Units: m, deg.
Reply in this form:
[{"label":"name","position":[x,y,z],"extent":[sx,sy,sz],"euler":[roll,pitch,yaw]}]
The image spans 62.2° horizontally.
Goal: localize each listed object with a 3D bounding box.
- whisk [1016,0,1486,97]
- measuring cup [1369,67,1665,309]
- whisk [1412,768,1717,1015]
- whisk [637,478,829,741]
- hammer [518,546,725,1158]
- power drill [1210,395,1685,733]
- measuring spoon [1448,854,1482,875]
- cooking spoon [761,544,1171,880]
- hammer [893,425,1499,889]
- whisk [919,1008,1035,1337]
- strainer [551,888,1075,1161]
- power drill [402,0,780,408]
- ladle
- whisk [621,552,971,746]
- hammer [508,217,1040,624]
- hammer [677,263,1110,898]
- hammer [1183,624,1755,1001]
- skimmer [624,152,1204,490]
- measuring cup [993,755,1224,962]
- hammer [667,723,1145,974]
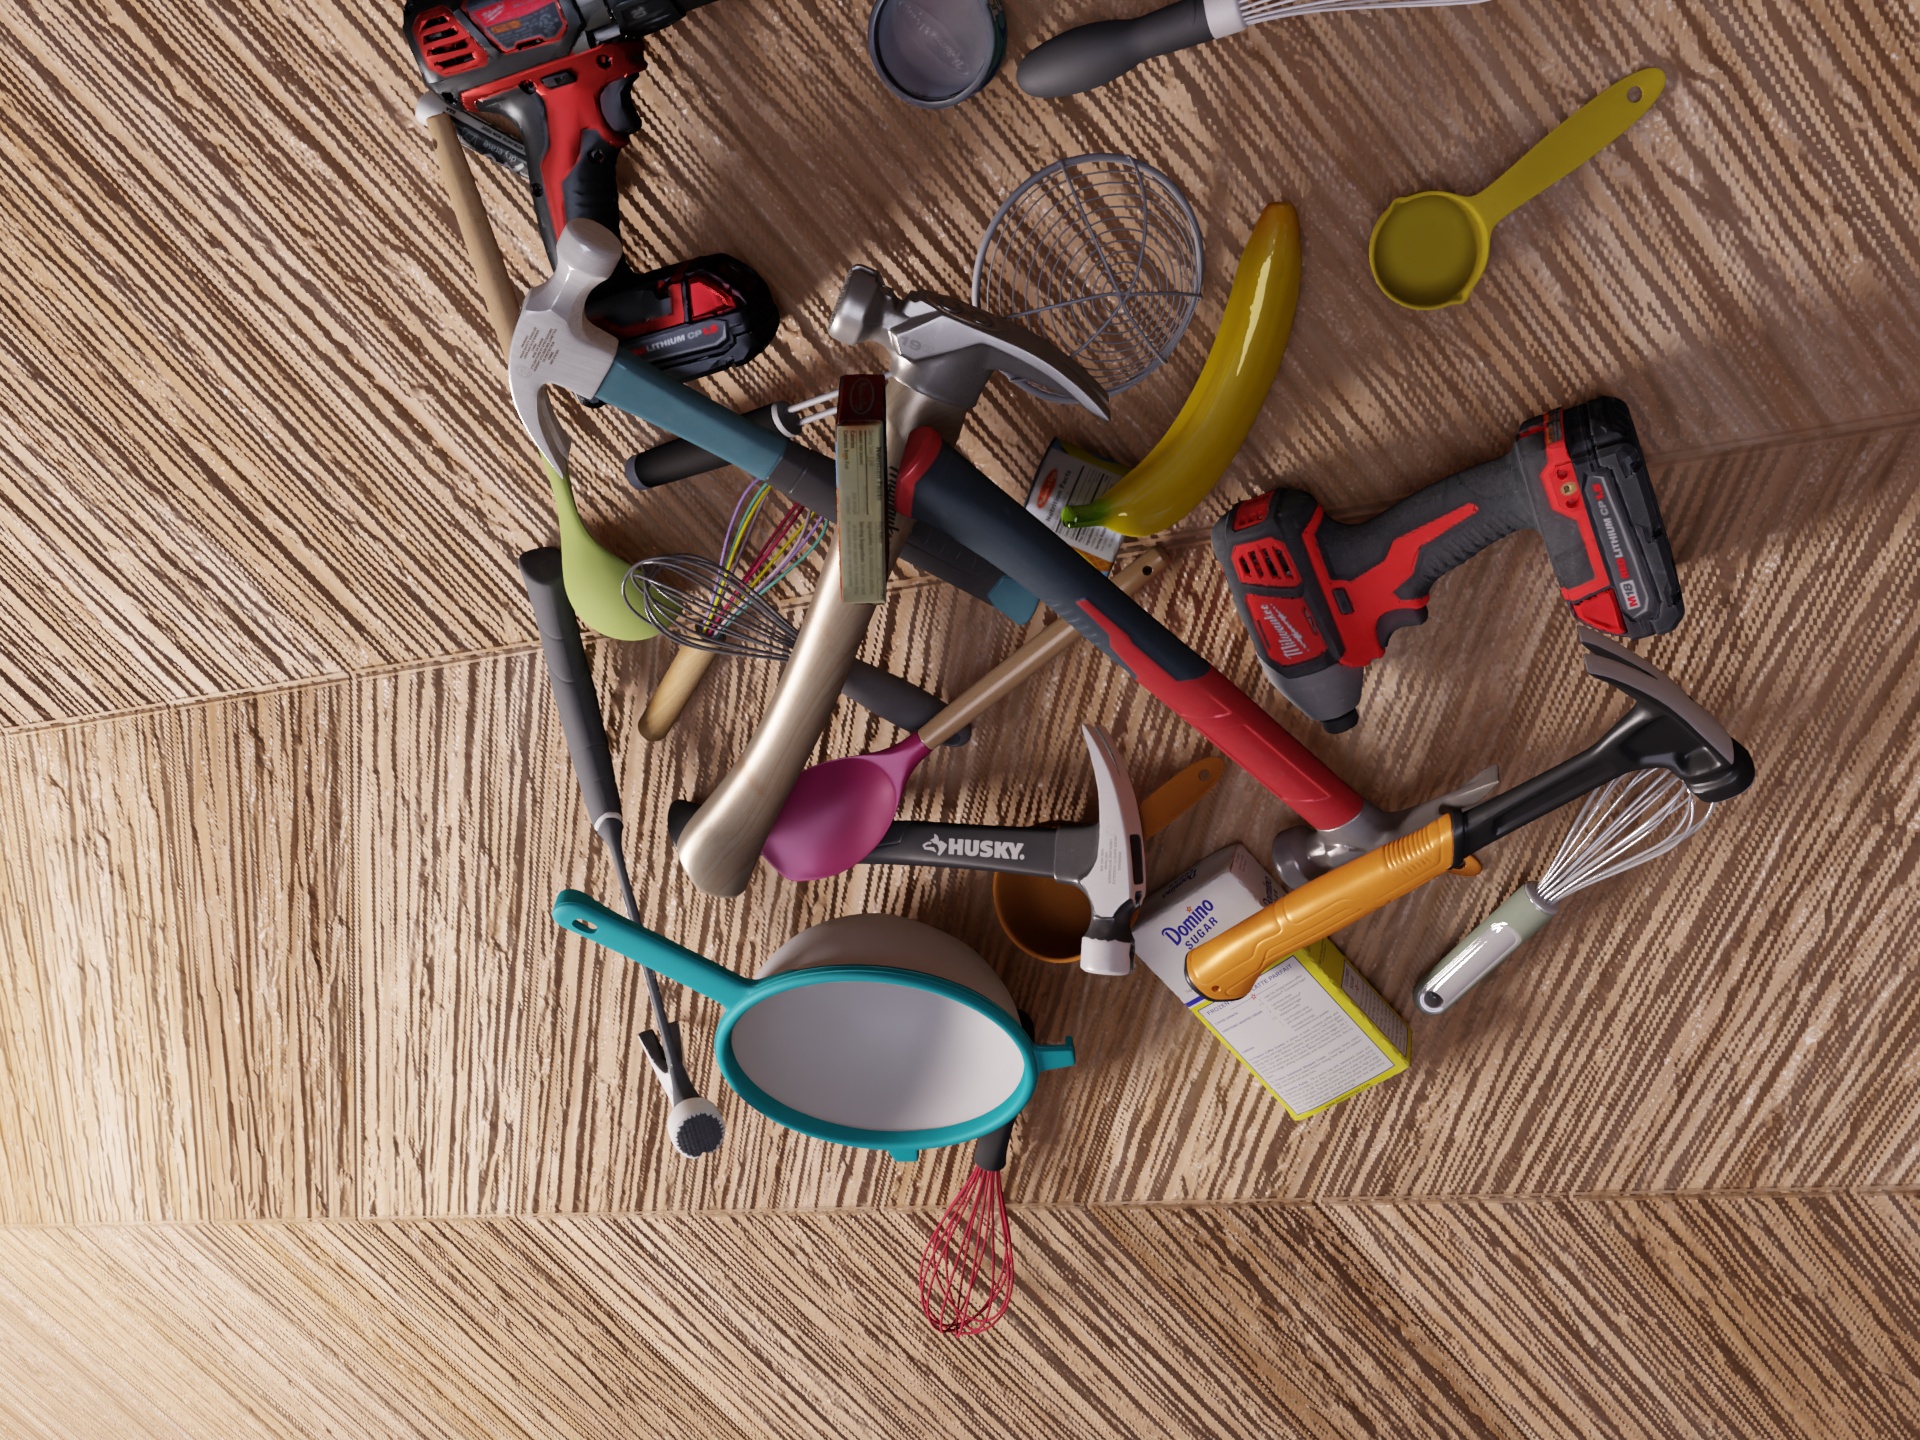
[{"label":"whisk","position":[0.155,-0.345,0.745],"extent":[0.284,0.070,0.070],"euler":[-8,115,26]},{"label":"measuring cup","position":[0.270,-0.263,0.777],"extent":[0.156,0.029,0.062],"euler":[-36,103,17]},{"label":"whisk","position":[0.346,0.099,0.932],"extent":[0.058,0.059,0.246],"euler":[40,126,7]},{"label":"whisk","position":[-0.143,-0.069,0.989],"extent":[0.051,0.047,0.245],"euler":[36,126,-2]},{"label":"hammer","position":[-0.231,0.084,1.067],"extent":[0.036,0.149,0.408],"euler":[-16,107,-16]},{"label":"power drill","position":[0.257,-0.076,0.848],"extent":[0.219,0.079,0.143],"euler":[-16,112,26]},{"label":"measuring spoon","position":[0.260,0.070,0.960],"extent":[0.117,0.011,0.021],"euler":[23,121,4]},{"label":"cooking spoon","position":[-0.002,-0.003,0.958],"extent":[0.319,0.017,0.068],"euler":[-38,100,19]},{"label":"hammer","position":[0.123,-0.033,0.842],"extent":[0.386,0.038,0.143],"euler":[37,136,-27]},{"label":"whisk","position":[0.018,0.333,1.149],"extent":[0.073,0.073,0.295],"euler":[13,114,9]},{"label":"strainer","position":[-0.103,0.164,1.036],"extent":[0.340,0.095,0.211],"euler":[31,131,-22]},{"label":"power drill","position":[-0.165,-0.298,0.839],"extent":[0.188,0.080,0.226],"euler":[-15,114,10]},{"label":"ladle","position":[-0.241,-0.194,0.939],"extent":[0.078,0.062,0.320],"euler":[12,123,51]},{"label":"whisk","position":[-0.093,-0.037,0.954],"extent":[0.238,0.055,0.055],"euler":[27,124,-24]},{"label":"hammer","position":[-0.089,-0.137,0.870],"extent":[0.330,0.033,0.128],"euler":[26,125,-24]},{"label":"hammer","position":[-0.064,-0.045,0.891],"extent":[0.146,0.038,0.410],"euler":[21,125,-10]},{"label":"hammer","position":[0.247,0.073,0.874],"extent":[0.127,0.034,0.337],"euler":[33,131,-24]},{"label":"skimmer","position":[-0.040,-0.202,0.891],"extent":[0.363,0.090,0.127],"euler":[-12,131,33]},{"label":"measuring cup","position":[0.101,0.080,0.985],"extent":[0.173,0.052,0.095],"euler":[-41,70,16]},{"label":"hammer","position":[-0.044,0.071,1.008],"extent":[0.335,0.035,0.146],"euler":[2,87,27]}]
